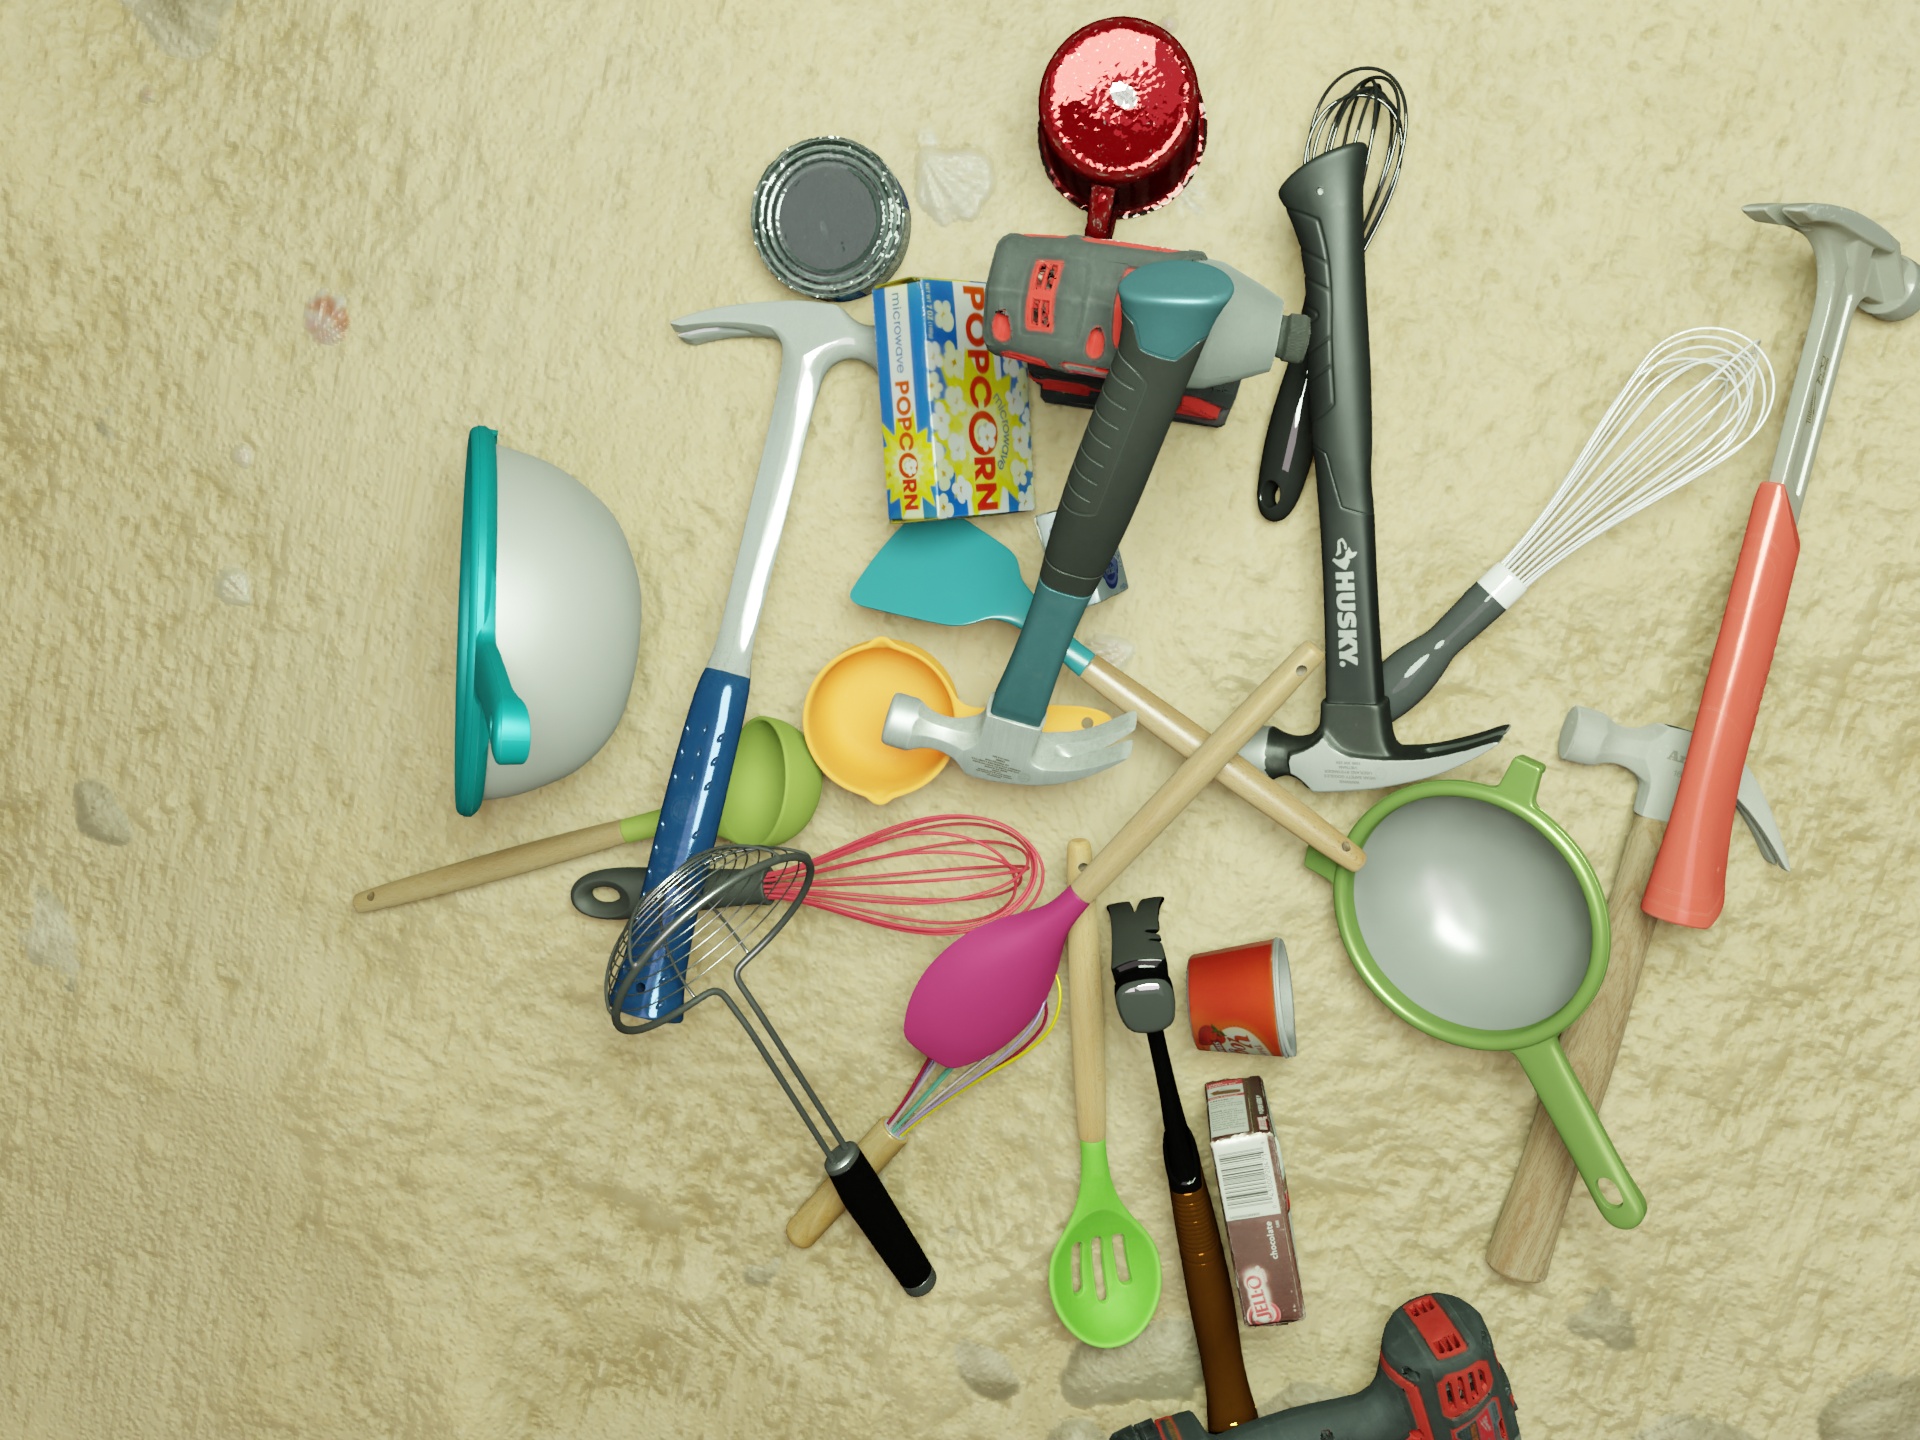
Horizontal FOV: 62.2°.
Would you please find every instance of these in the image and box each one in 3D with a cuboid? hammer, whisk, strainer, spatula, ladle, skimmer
[{"bbox_3d":[0.206,-0.124,0.829,0.146,0.035,0.334,2,106,29],"label":"hammer"},{"bbox_3d":[-0.024,0.233,0.953,0.047,0.051,0.245,39,104,-6],"label":"whisk"},{"bbox_3d":[-0.132,-0.038,0.882,0.144,0.035,0.405,13,86,8],"label":"hammer"},{"bbox_3d":[0.309,0.145,0.862,0.151,0.069,0.256,-31,84,41],"label":"strainer"},{"bbox_3d":[0.089,-0.012,0.878,0.317,0.044,0.082,36,65,2],"label":"spatula"},{"bbox_3d":[0.131,0.270,0.921,0.034,0.127,0.336,-10,107,7],"label":"hammer"},{"bbox_3d":[0.193,-0.225,0.854,0.055,0.055,0.239,12,104,5],"label":"whisk"},{"bbox_3d":[0.316,-0.095,0.855,0.070,0.070,0.284,43,107,-1],"label":"whisk"},{"bbox_3d":[-0.205,-0.035,0.816,0.095,0.341,0.211,2,104,-20],"label":"strainer"},{"bbox_3d":[-0.095,0.095,0.935,0.296,0.073,0.073,-5,98,15],"label":"whisk"},{"bbox_3d":[-0.230,0.069,0.948,0.320,0.062,0.078,-15,66,13],"label":"ladle"},{"bbox_3d":[0.053,-0.076,0.753,0.128,0.033,0.330,17,140,-2],"label":"hammer"},{"bbox_3d":[-0.076,0.213,0.867,0.127,0.090,0.363,-38,122,-21],"label":"skimmer"},{"bbox_3d":[0.401,-0.070,0.804,0.149,0.037,0.359,4,101,-38],"label":"hammer"},{"bbox_3d":[0.363,0.164,0.897,0.130,0.031,0.331,14,101,6],"label":"hammer"}]

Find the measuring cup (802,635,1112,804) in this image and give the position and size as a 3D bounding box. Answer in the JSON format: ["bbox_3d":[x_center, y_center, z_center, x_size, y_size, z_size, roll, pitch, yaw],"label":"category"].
[{"bbox_3d":[-0.001,-0.003,0.911,0.173,0.052,0.095,1,99,0],"label":"measuring cup"}]

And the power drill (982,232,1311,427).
[{"bbox_3d":[0.093,-0.191,0.781,0.143,0.220,0.078,10,100,6],"label":"power drill"}]

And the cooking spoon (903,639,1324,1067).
[{"bbox_3d":[0.082,0.076,0.865,0.068,0.017,0.319,38,105,-15],"label":"cooking spoon"}]

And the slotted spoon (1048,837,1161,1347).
[{"bbox_3d":[0.078,0.219,0.930,0.070,0.031,0.313,-7,103,-11],"label":"slotted spoon"}]

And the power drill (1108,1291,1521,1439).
[{"bbox_3d":[0.217,0.444,0.911,0.226,0.080,0.187,-21,113,-5],"label":"power drill"}]
